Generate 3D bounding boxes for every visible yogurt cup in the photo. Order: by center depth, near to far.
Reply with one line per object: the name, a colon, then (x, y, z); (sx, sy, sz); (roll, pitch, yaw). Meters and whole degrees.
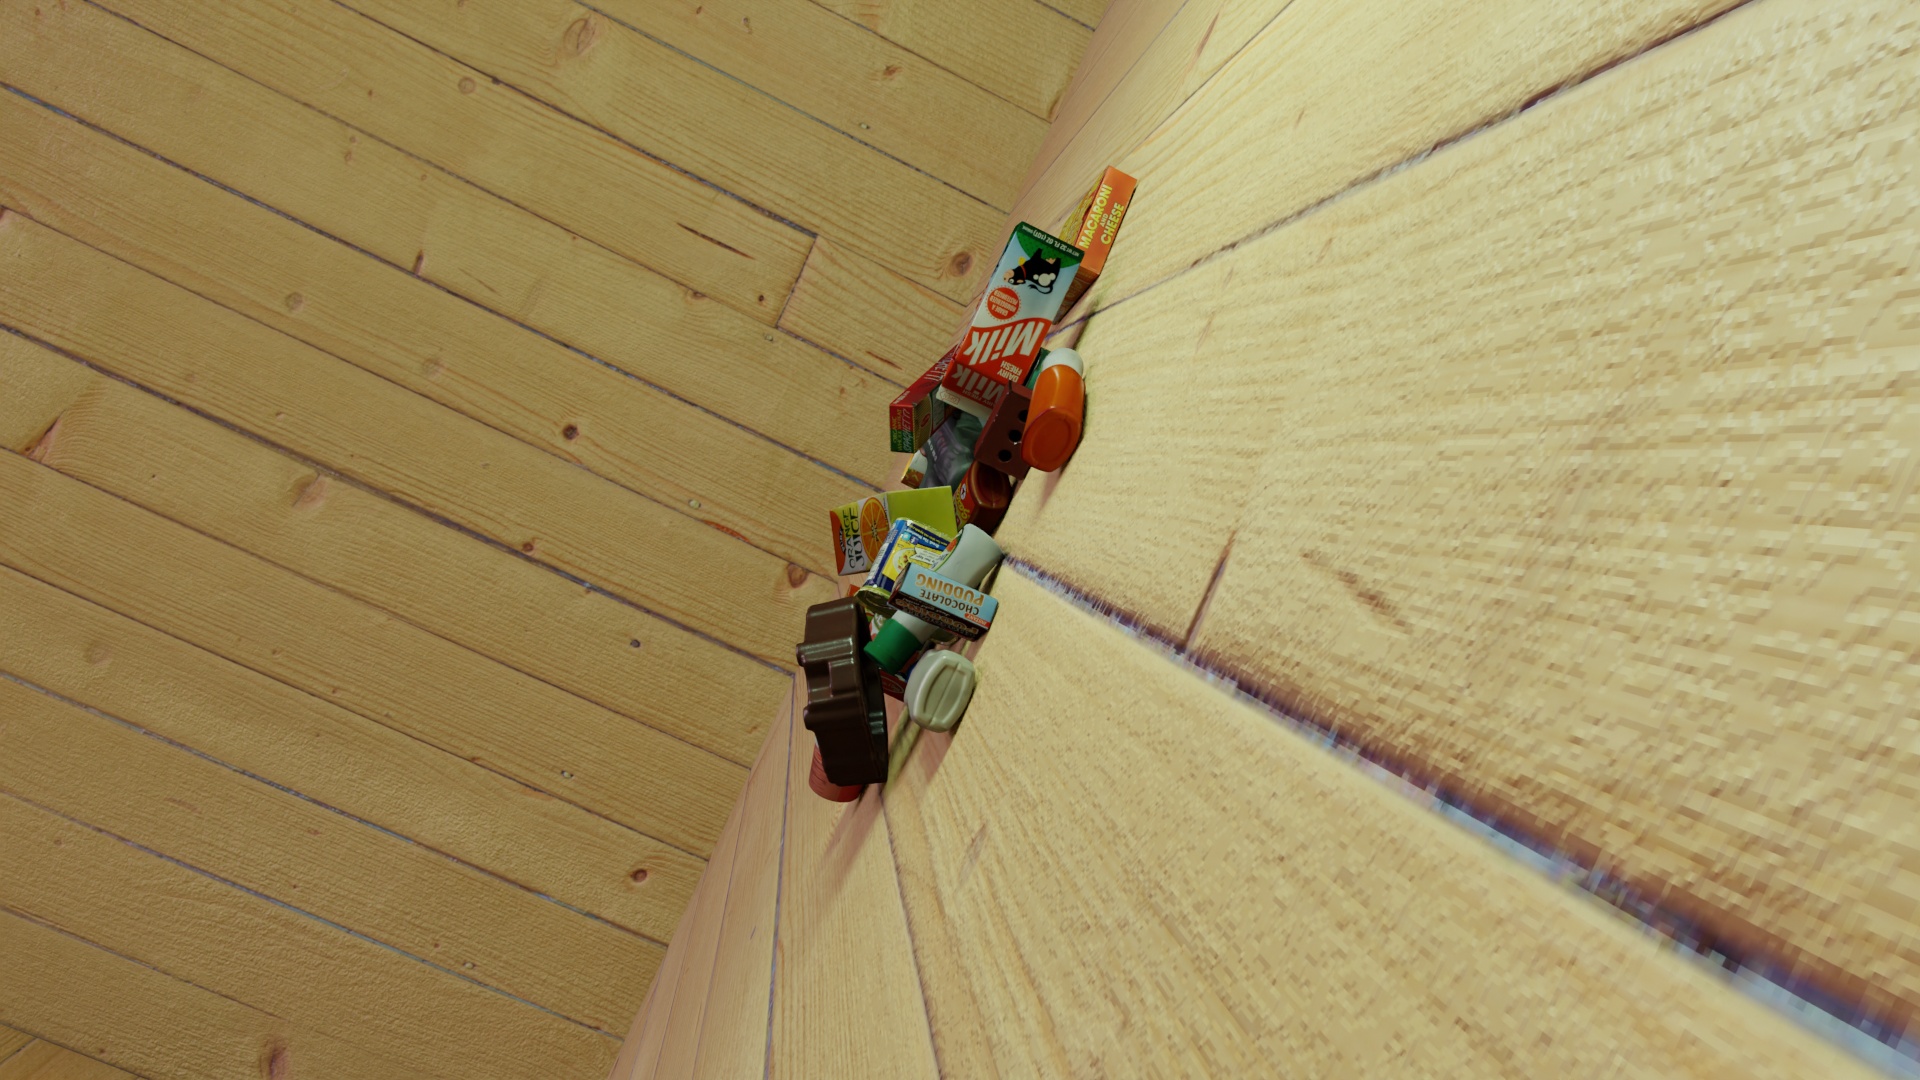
yogurt cup: (-0.123, 0.232, 1.427); (0.072, 0.072, 0.053); (-87, 15, -72)

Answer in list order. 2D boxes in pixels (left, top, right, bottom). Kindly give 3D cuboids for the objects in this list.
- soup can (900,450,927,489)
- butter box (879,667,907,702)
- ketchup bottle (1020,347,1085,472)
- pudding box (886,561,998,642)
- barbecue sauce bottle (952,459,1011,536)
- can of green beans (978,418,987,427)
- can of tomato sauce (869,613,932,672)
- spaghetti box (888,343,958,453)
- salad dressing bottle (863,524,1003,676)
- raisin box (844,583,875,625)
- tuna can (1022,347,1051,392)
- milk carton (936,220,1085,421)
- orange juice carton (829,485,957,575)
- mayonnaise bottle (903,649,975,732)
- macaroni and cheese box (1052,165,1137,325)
soup can: (-0.022, -0.080, 1.658); (0.071, 0.084, 0.071); (-152, 87, -83)
butter box: (-0.073, 0.128, 1.450); (0.024, 0.053, 0.104); (-61, 8, 18)
ketchup bottle: (0.083, -0.120, 1.194); (0.064, 0.043, 0.149); (-60, 9, 32)
pudding box: (-0.016, 0.052, 1.166); (0.049, 0.084, 0.030); (133, 160, -67)
barbecue sauce bottle: (0.005, -0.018, 1.401); (0.147, 0.044, 0.065); (123, 149, -51)
can of green beans: (0.006, -0.136, 1.720); (0.057, 0.071, 0.071); (123, 169, -53)
can of tomato sauce: (-0.056, 0.082, 1.414); (0.071, 0.071, 0.082); (-82, 17, -66)
spaghetti box: (-0.022, -0.152, 1.446); (0.251, 0.029, 0.050); (-54, -33, -63)
salad dressing bottle: (-0.025, 0.053, 1.227); (0.148, 0.044, 0.064); (-49, 2, -13)
raisin box: (-0.103, 0.104, 1.617); (0.124, 0.086, 0.040); (-85, 19, -70)
tuna can: (0.081, -0.158, 1.382); (0.071, 0.033, 0.071); (-65, 7, 0)
milk carton: (0.047, -0.213, 1.375); (0.073, 0.072, 0.190); (-109, 44, -81)
orange juice carton: (-0.078, -0.006, 1.431); (0.192, 0.073, 0.072); (-13, 85, 62)
mayonnaise bottle: (-0.021, 0.120, 1.155); (0.065, 0.041, 0.148); (-64, 6, -4)
macaroni and cheese box: (0.132, -0.324, 1.539); (0.166, 0.040, 0.124); (140, 153, -74)
